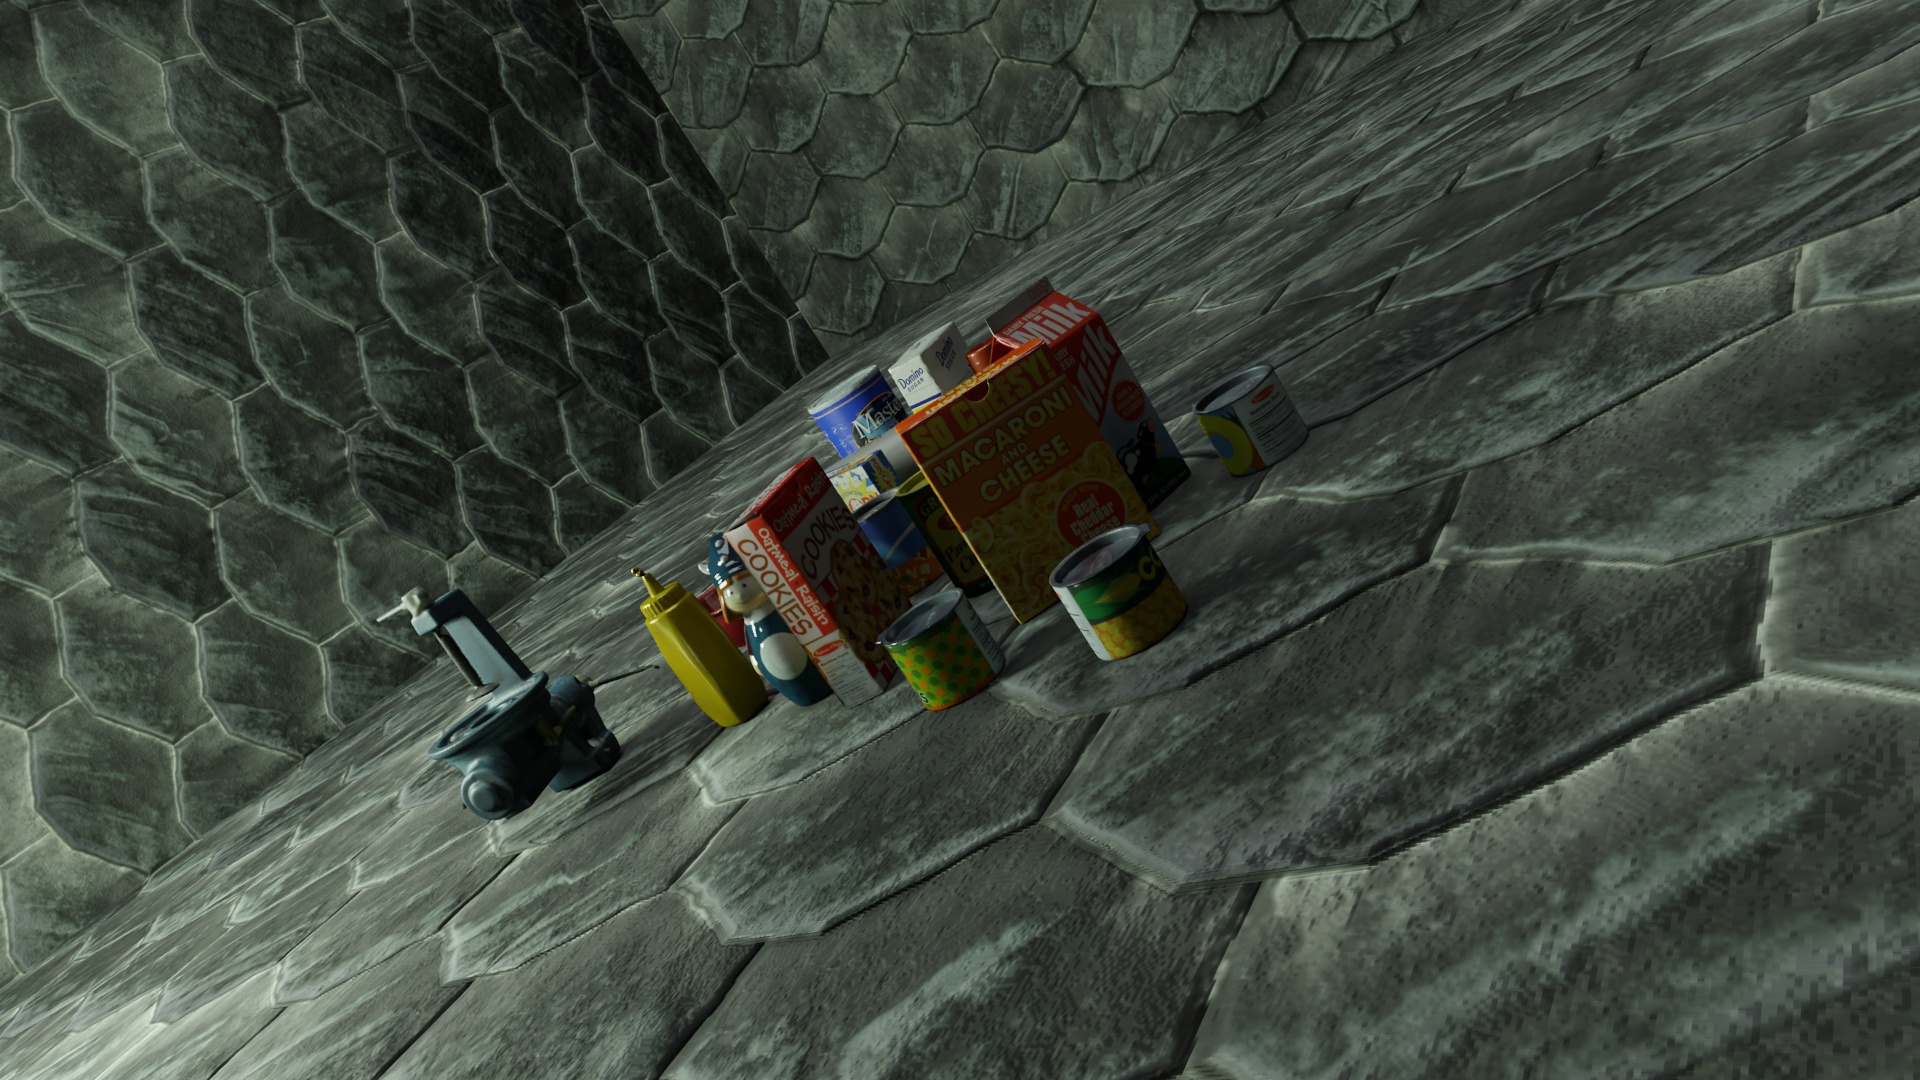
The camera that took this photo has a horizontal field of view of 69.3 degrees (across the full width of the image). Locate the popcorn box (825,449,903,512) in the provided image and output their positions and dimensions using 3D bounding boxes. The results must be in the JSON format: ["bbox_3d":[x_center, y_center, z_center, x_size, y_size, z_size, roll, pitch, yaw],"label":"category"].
[{"bbox_3d":[-0.115,-0.042,1.542,0.126,0.085,0.038,-19,19,45],"label":"popcorn box"}]

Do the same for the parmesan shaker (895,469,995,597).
[{"bbox_3d":[0.004,-0.014,1.135,0.071,0.103,0.071,-31,13,8],"label":"parmesan shaker"}]

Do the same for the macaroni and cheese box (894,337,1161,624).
[{"bbox_3d":[0.049,-0.043,0.999,0.124,0.166,0.040,-33,13,-2],"label":"macaroni and cheese box"}]

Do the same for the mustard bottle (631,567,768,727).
[{"bbox_3d":[-0.229,0.085,1.188,0.049,0.160,0.065,-42,16,-33],"label":"mustard bottle"}]

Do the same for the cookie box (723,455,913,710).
[{"bbox_3d":[-0.102,0.030,1.082,0.040,0.167,0.123,-27,14,23],"label":"cookie box"}]

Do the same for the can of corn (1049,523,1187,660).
[{"bbox_3d":[0.100,0.031,0.855,0.071,0.058,0.071,-31,13,8],"label":"can of corn"}]

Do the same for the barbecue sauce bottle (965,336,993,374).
[{"bbox_3d":[0.057,-0.116,1.278,0.043,0.148,0.065,-26,15,27],"label":"barbecue sauce bottle"}]

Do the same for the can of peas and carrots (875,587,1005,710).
[{"bbox_3d":[-0.013,0.076,0.952,0.071,0.058,0.071,-31,13,8],"label":"can of peas and carrots"}]

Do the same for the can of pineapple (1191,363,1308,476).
[{"bbox_3d":[0.213,-0.088,1.022,0.071,0.057,0.071,-31,13,8],"label":"can of pineapple"}]

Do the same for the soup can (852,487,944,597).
[{"bbox_3d":[-0.062,0.006,1.257,0.071,0.083,0.071,-31,13,8],"label":"soup can"}]

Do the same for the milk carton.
[{"bbox_3d":[0.091,-0.108,1.080,0.072,0.190,0.073,-40,15,-27],"label":"milk carton"}]
